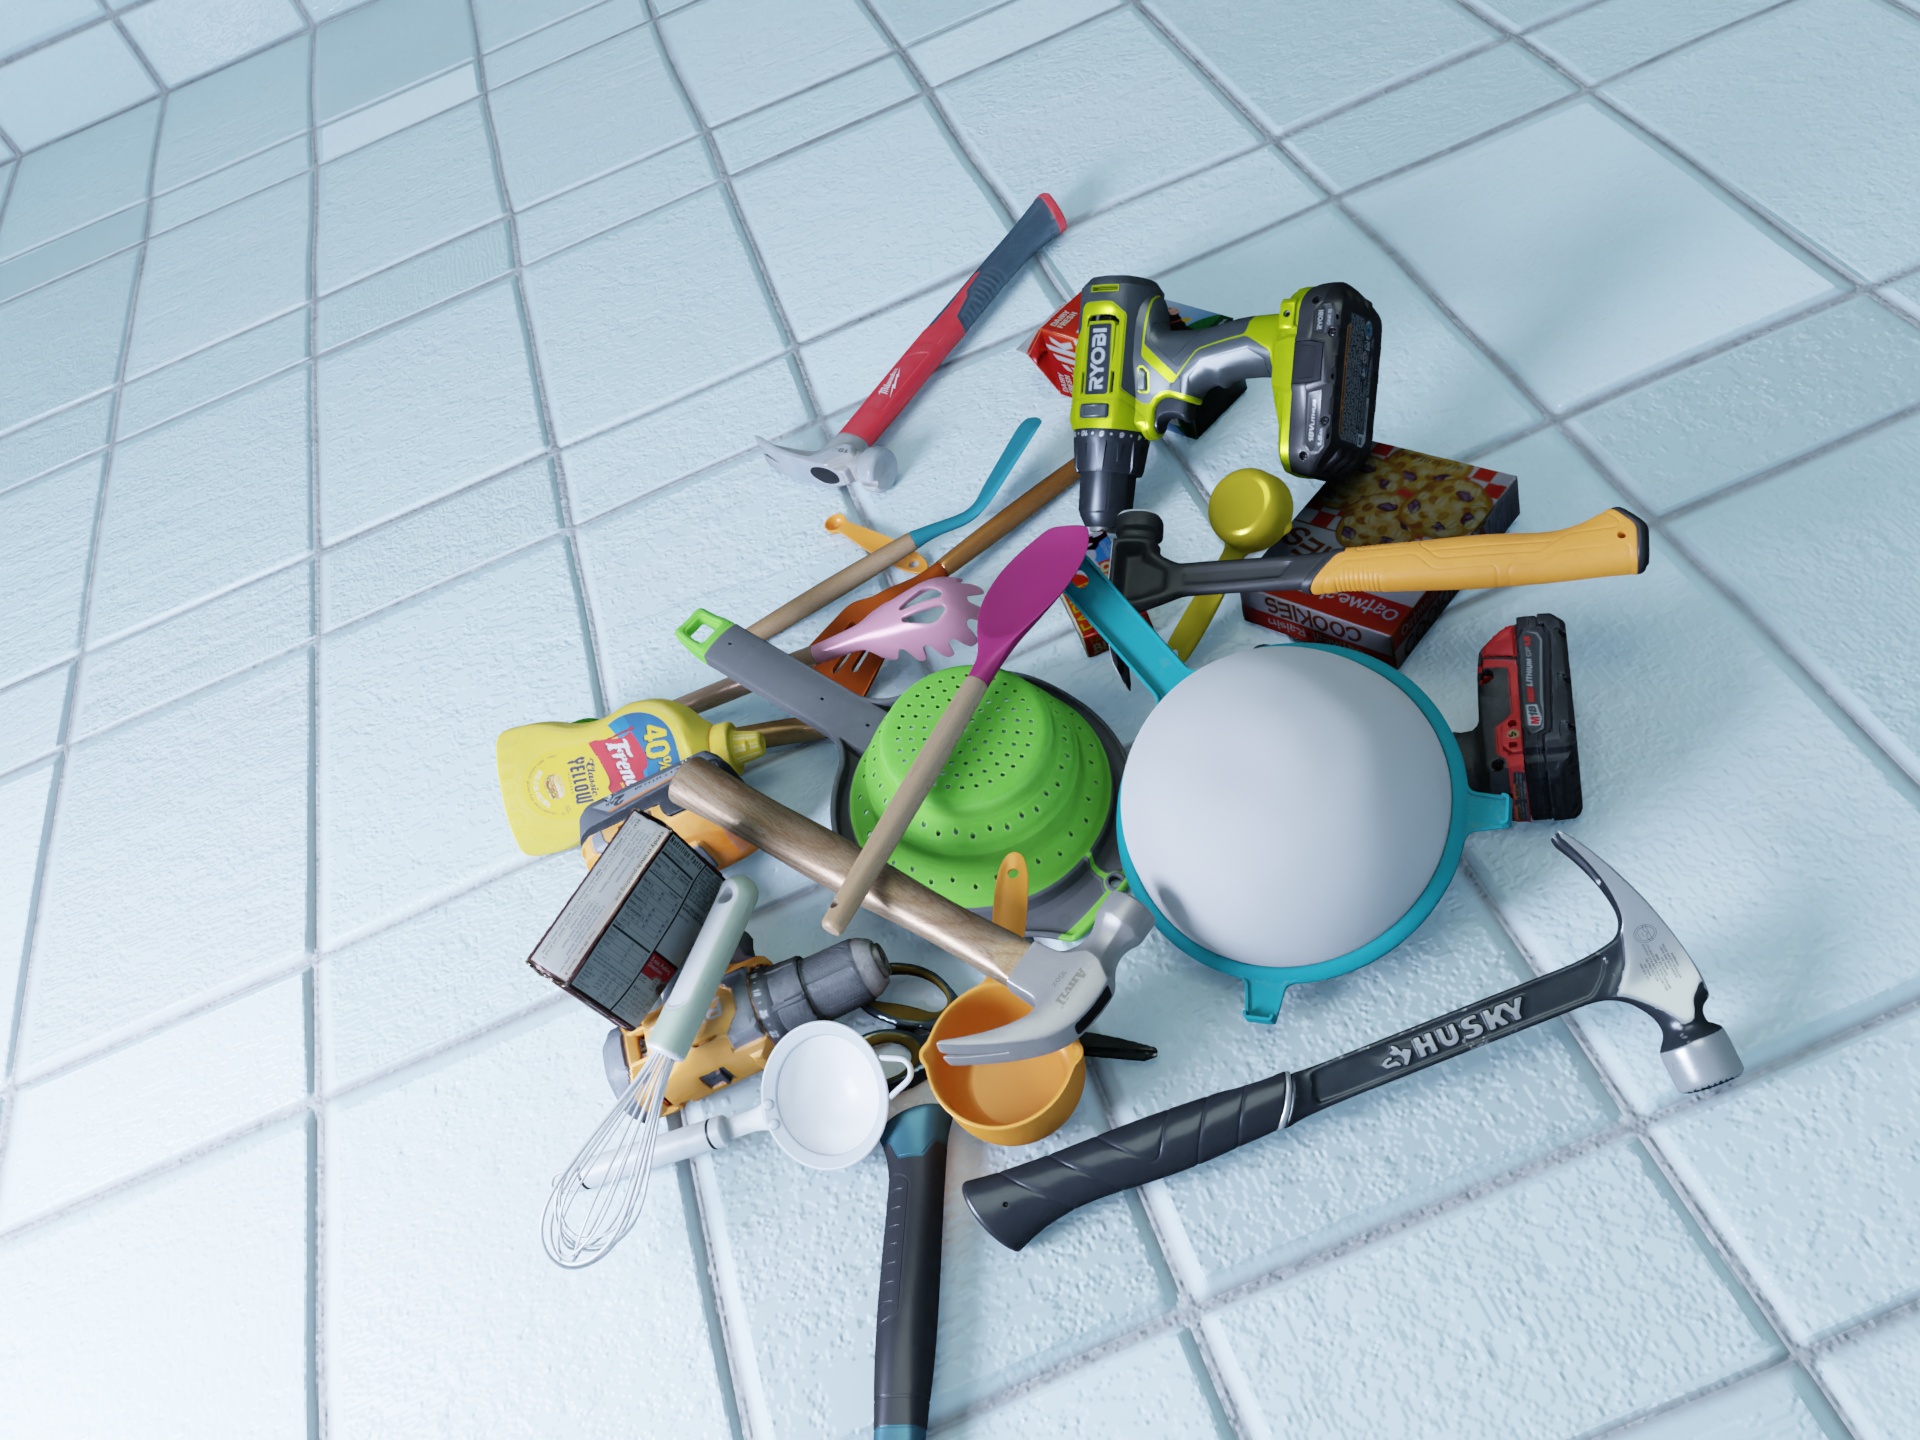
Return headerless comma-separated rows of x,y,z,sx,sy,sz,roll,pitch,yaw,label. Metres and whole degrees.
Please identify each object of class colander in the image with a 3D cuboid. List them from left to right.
-0.054,-0.004,1.068,0.397,0.094,0.204,30,65,26,colander

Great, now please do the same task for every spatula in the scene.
-0.065,-0.139,1.258,0.317,0.044,0.082,-31,14,0,spatula
0.005,-0.125,1.246,0.322,0.041,0.081,-39,50,-19,spatula

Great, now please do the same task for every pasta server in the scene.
-0.129,-0.038,1.196,0.316,0.040,0.060,-21,68,17,pasta server

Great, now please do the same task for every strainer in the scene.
-0.138,0.244,0.960,0.258,0.050,0.087,-20,76,14,strainer
0.143,-0.005,0.946,0.211,0.095,0.341,-41,60,6,strainer

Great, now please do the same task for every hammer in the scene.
-0.055,0.100,0.958,0.331,0.031,0.130,25,65,31,hammer
-0.032,0.357,0.831,0.128,0.033,0.331,-9,48,14,hammer
-0.028,-0.353,1.446,0.143,0.038,0.386,17,58,34,hammer
0.192,0.194,0.862,0.409,0.036,0.149,-23,72,6,hammer
0.257,-0.091,1.015,0.337,0.034,0.127,-3,63,21,hammer

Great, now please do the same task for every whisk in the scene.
-0.178,0.203,0.938,0.058,0.059,0.246,3,62,46,whisk

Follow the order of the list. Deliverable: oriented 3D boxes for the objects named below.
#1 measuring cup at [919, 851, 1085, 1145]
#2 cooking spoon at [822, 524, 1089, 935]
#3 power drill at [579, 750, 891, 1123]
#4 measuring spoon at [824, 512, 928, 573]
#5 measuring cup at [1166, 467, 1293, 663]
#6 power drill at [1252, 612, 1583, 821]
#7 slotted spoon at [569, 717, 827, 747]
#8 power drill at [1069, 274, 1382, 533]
0.032,0.165,0.938,0.095,0.052,0.174,-4,56,15,measuring cup
-0.002,-0.003,0.984,0.069,0.017,0.319,3,54,45,cooking spoon
-0.152,0.129,1.040,0.185,0.084,0.226,-25,50,5,power drill
-0.068,-0.142,1.298,0.117,0.011,0.021,30,71,34,measuring spoon
0.175,-0.104,1.104,0.062,0.029,0.156,33,99,36,measuring cup
0.268,0.002,0.999,0.220,0.078,0.143,-6,49,21,power drill
-0.177,0.014,1.187,0.314,0.031,0.070,-9,71,10,slotted spoon
0.182,-0.231,1.170,0.229,0.080,0.190,7,95,36,power drill
